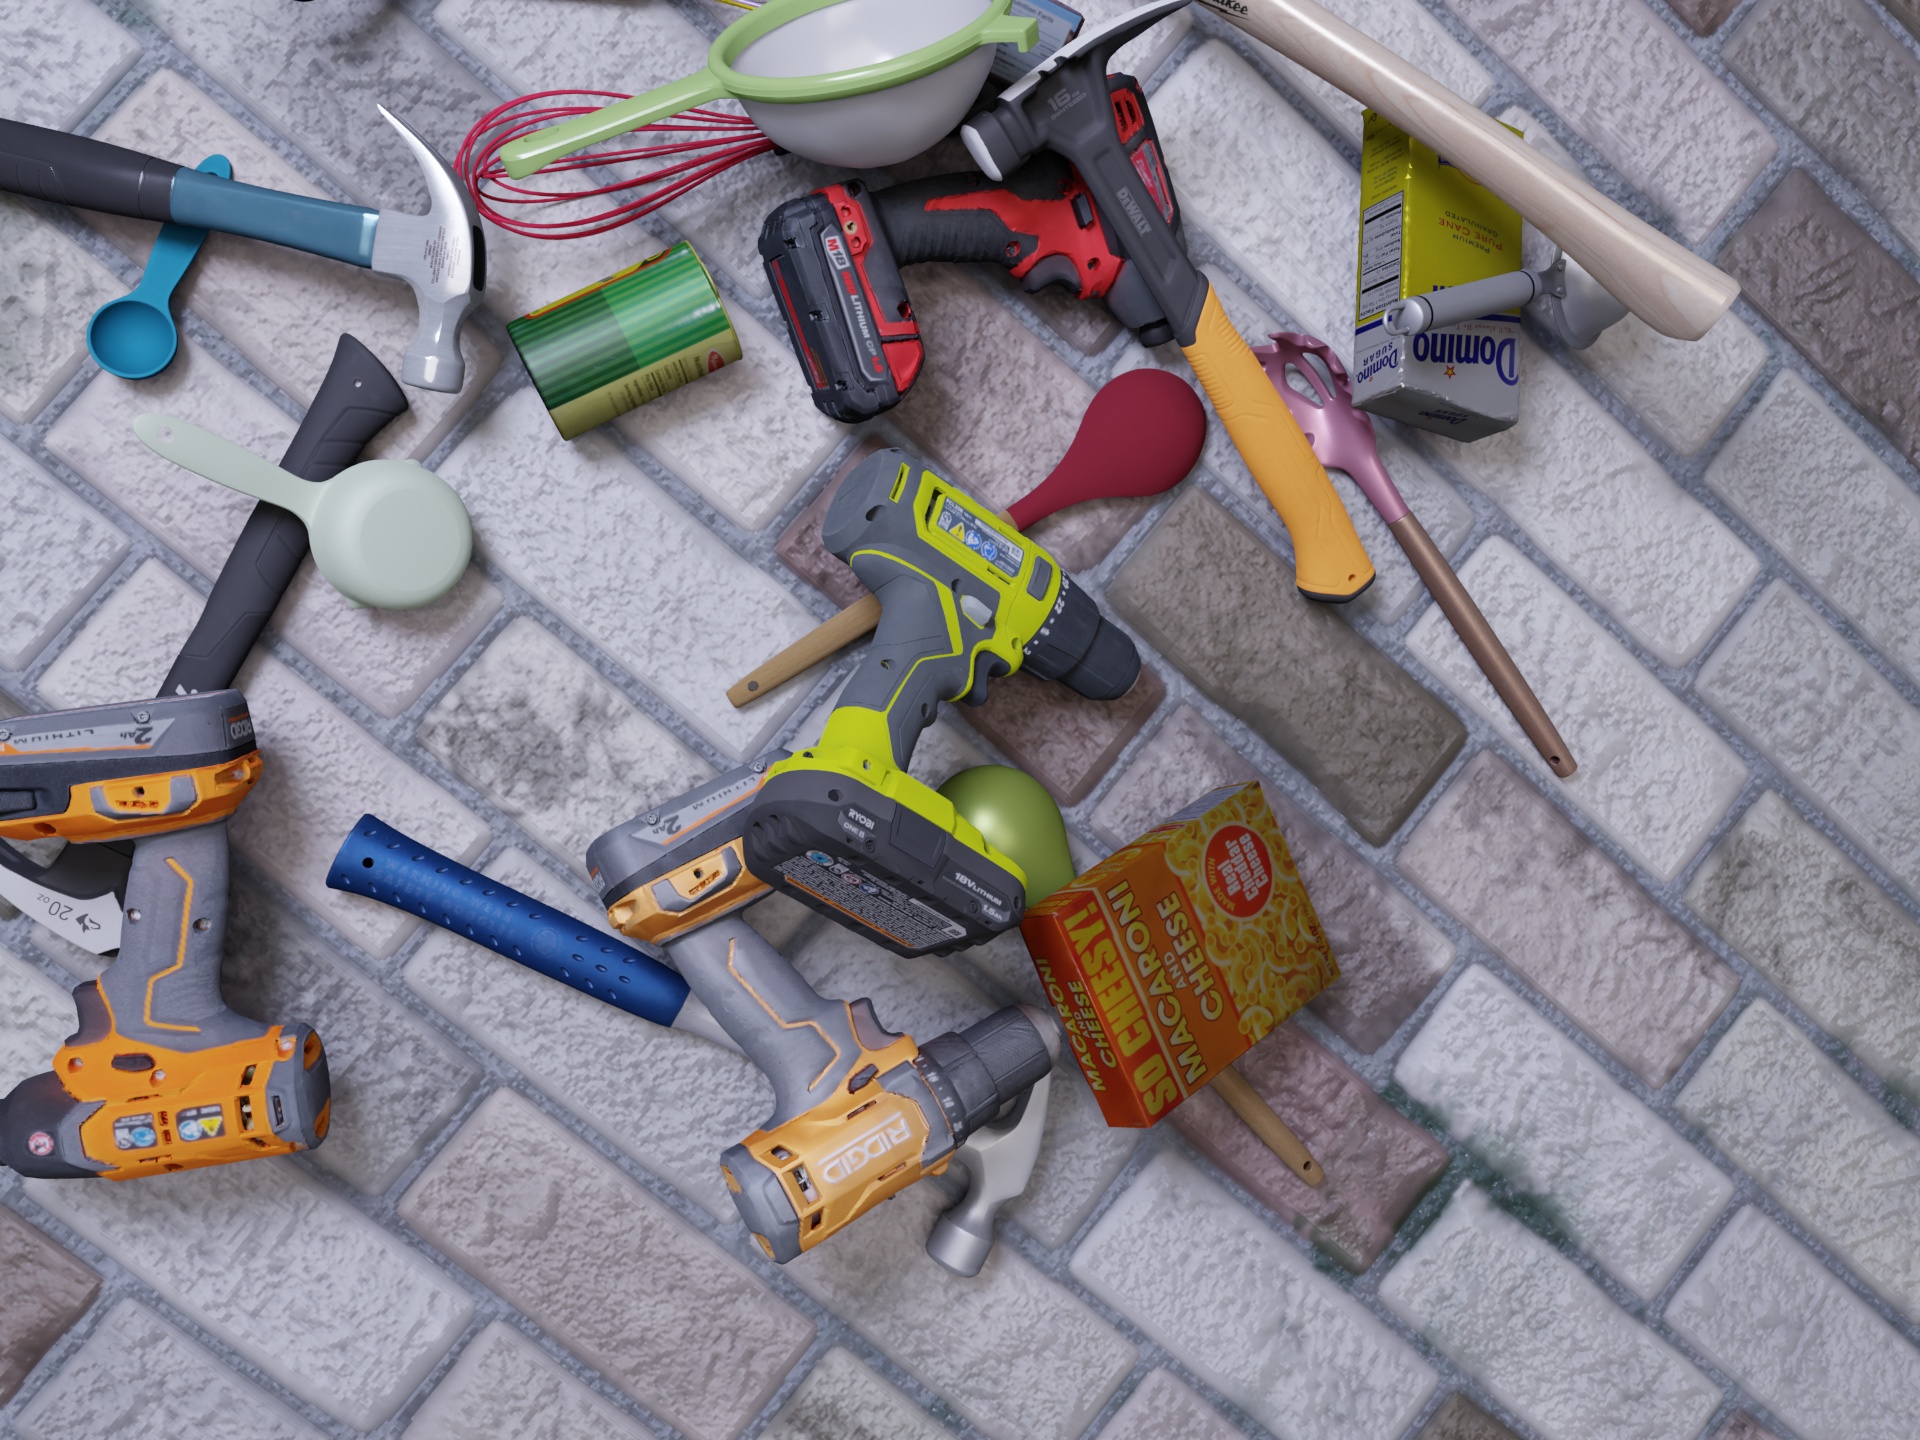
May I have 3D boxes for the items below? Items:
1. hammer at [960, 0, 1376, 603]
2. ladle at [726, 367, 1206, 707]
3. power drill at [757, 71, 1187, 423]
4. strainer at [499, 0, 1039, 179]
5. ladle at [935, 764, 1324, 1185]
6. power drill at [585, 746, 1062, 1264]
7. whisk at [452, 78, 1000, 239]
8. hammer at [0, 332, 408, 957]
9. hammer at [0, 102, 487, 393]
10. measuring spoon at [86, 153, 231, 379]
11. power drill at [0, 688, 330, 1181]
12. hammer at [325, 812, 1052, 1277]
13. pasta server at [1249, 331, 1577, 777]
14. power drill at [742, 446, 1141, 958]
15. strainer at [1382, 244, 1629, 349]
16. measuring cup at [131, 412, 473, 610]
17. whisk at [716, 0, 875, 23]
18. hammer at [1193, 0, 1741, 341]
[{"bbox_3d":[0.140,-0.202,0.839,0.127,0.034,0.336,-35,115,1],"label":"hammer"},{"bbox_3d":[0.006,-0.097,0.876,0.315,0.031,0.069,-33,97,-5],"label":"ladle"},{"bbox_3d":[0.017,-0.242,0.846,0.219,0.079,0.143,-24,106,-12],"label":"power drill"},{"bbox_3d":[-0.091,-0.292,0.775,0.256,0.152,0.069,-23,131,-6],"label":"strainer"},{"bbox_3d":[0.098,0.150,0.894,0.078,0.062,0.320,-46,104,-13],"label":"ladle"},{"bbox_3d":[-0.066,0.129,0.807,0.185,0.084,0.226,-27,86,-22],"label":"power drill"},{"bbox_3d":[-0.117,-0.305,0.837,0.296,0.073,0.073,-15,94,-15],"label":"whisk"},{"bbox_3d":[-0.381,-0.045,0.809,0.146,0.035,0.335,27,87,-9],"label":"hammer"},{"bbox_3d":[-0.396,-0.259,0.780,0.331,0.033,0.128,13,97,-1],"label":"hammer"},{"bbox_3d":[-0.403,-0.231,0.814,0.042,0.021,0.129,22,79,-10],"label":"measuring spoon"},{"bbox_3d":[-0.401,0.107,0.753,0.164,0.084,0.226,-8,97,-10],"label":"power drill"},{"bbox_3d":[-0.137,0.152,0.852,0.405,0.035,0.144,27,87,-9],"label":"hammer"},{"bbox_3d":[0.264,-0.091,0.911,0.316,0.060,0.040,54,43,-9],"label":"pasta server"},{"bbox_3d":[-0.001,-0.003,0.797,0.190,0.080,0.229,33,56,-24],"label":"power drill"},{"bbox_3d":[0.308,-0.232,0.855,0.258,0.050,0.086,-21,113,-34],"label":"strainer"},{"bbox_3d":[-0.314,-0.107,0.774,0.167,0.038,0.083,26,83,-43],"label":"measuring cup"},{"bbox_3d":[-0.148,-0.397,0.837,0.245,0.051,0.047,0,126,-4],"label":"whisk"},{"bbox_3d":[0.210,-0.324,0.793,0.411,0.146,0.038,37,86,7],"label":"hammer"}]
